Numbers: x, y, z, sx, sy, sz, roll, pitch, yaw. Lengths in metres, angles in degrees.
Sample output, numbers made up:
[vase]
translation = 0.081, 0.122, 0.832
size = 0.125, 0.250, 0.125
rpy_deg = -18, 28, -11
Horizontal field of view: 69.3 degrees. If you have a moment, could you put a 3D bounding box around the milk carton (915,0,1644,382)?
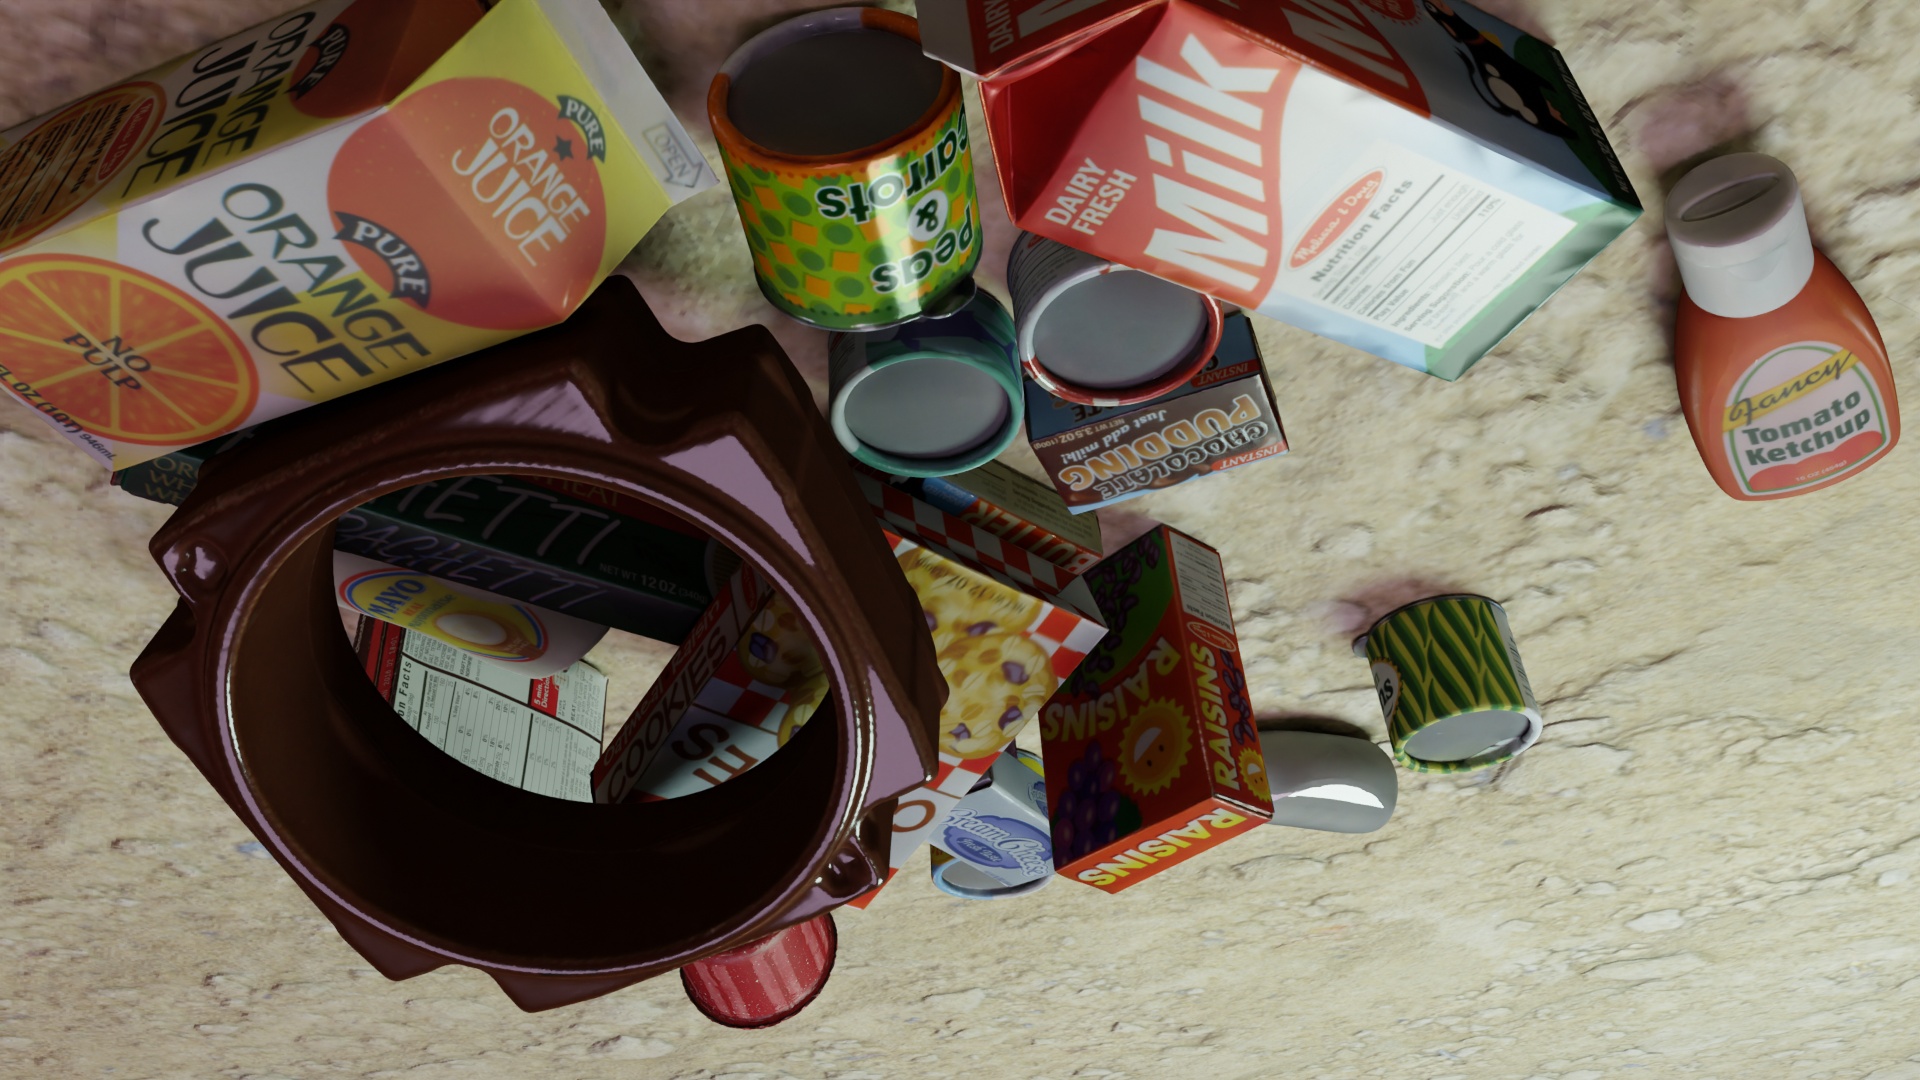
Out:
[milk carton]
translation = 0.073, -0.113, 0.361
size = 0.191, 0.073, 0.073
rpy_deg = 13, 140, -24

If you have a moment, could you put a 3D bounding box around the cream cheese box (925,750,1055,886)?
[cream cheese box]
translation = 0.017, 0.124, 0.621
size = 0.053, 0.024, 0.103
rpy_deg = -24, 140, 23

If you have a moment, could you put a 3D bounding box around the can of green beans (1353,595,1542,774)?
[can of green beans]
translation = 0.225, 0.067, 0.636
size = 0.071, 0.058, 0.071
rpy_deg = -3, 144, -2

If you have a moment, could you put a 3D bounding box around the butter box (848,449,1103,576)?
[butter box]
translation = 0.002, -0.007, 0.540
size = 0.103, 0.024, 0.053
rpy_deg = 24, 135, -34

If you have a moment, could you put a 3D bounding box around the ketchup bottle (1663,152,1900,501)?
[ketchup bottle]
translation = 0.271, -0.069, 0.466
size = 0.064, 0.044, 0.148
rpy_deg = -24, 139, 25

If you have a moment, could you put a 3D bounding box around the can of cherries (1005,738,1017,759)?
[can of cherries]
translation = -0.008, 0.094, 0.649
size = 0.071, 0.059, 0.071
rpy_deg = -4, 144, -3

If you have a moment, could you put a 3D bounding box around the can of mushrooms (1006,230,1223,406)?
[can of mushrooms]
translation = 0.051, -0.075, 0.443
size = 0.071, 0.033, 0.070
rpy_deg = -3, 143, -2

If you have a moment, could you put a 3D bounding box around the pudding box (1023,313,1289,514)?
[pudding box]
translation = 0.069, -0.043, 0.492
size = 0.083, 0.030, 0.049
rpy_deg = -16, 143, 15

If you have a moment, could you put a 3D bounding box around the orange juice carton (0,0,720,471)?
[orange juice carton]
translation = -0.166, -0.090, 0.366
size = 0.192, 0.073, 0.071
rpy_deg = -15, 140, 14

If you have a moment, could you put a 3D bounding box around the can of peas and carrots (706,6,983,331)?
[can of peas and carrots]
translation = -0.028, -0.098, 0.372
size = 0.071, 0.071, 0.058
rpy_deg = -6, 143, 3

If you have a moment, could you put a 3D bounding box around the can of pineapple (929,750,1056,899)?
[can of pineapple]
translation = 0.015, 0.149, 0.727
size = 0.071, 0.058, 0.070
rpy_deg = -3, 144, -2

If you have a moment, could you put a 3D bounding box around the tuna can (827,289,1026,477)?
[tuna can]
translation = -0.009, -0.053, 0.468
size = 0.071, 0.033, 0.070
rpy_deg = -2, 144, -2

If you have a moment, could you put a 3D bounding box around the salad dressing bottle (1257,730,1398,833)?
[salad dressing bottle]
translation = 0.151, 0.120, 0.716
size = 0.148, 0.044, 0.064
rpy_deg = 10, 143, -17

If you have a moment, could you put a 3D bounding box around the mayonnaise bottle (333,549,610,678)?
[mayonnaise bottle]
translation = -0.208, 0.008, 0.524
size = 0.148, 0.041, 0.064
rpy_deg = 28, 135, -37

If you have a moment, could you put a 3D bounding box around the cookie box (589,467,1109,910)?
[cookie box]
translation = -0.045, 0.061, 0.528
size = 0.123, 0.040, 0.167
rpy_deg = 25, 115, -30

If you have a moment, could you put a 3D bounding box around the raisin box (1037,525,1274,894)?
[raisin box]
translation = 0.073, 0.069, 0.567
size = 0.040, 0.124, 0.085
rpy_deg = 26, 134, -34

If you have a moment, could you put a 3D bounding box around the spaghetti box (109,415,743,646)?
[spaghetti box]
translation = -0.161, -0.006, 0.503
size = 0.250, 0.050, 0.028
rpy_deg = 20, 136, -29
